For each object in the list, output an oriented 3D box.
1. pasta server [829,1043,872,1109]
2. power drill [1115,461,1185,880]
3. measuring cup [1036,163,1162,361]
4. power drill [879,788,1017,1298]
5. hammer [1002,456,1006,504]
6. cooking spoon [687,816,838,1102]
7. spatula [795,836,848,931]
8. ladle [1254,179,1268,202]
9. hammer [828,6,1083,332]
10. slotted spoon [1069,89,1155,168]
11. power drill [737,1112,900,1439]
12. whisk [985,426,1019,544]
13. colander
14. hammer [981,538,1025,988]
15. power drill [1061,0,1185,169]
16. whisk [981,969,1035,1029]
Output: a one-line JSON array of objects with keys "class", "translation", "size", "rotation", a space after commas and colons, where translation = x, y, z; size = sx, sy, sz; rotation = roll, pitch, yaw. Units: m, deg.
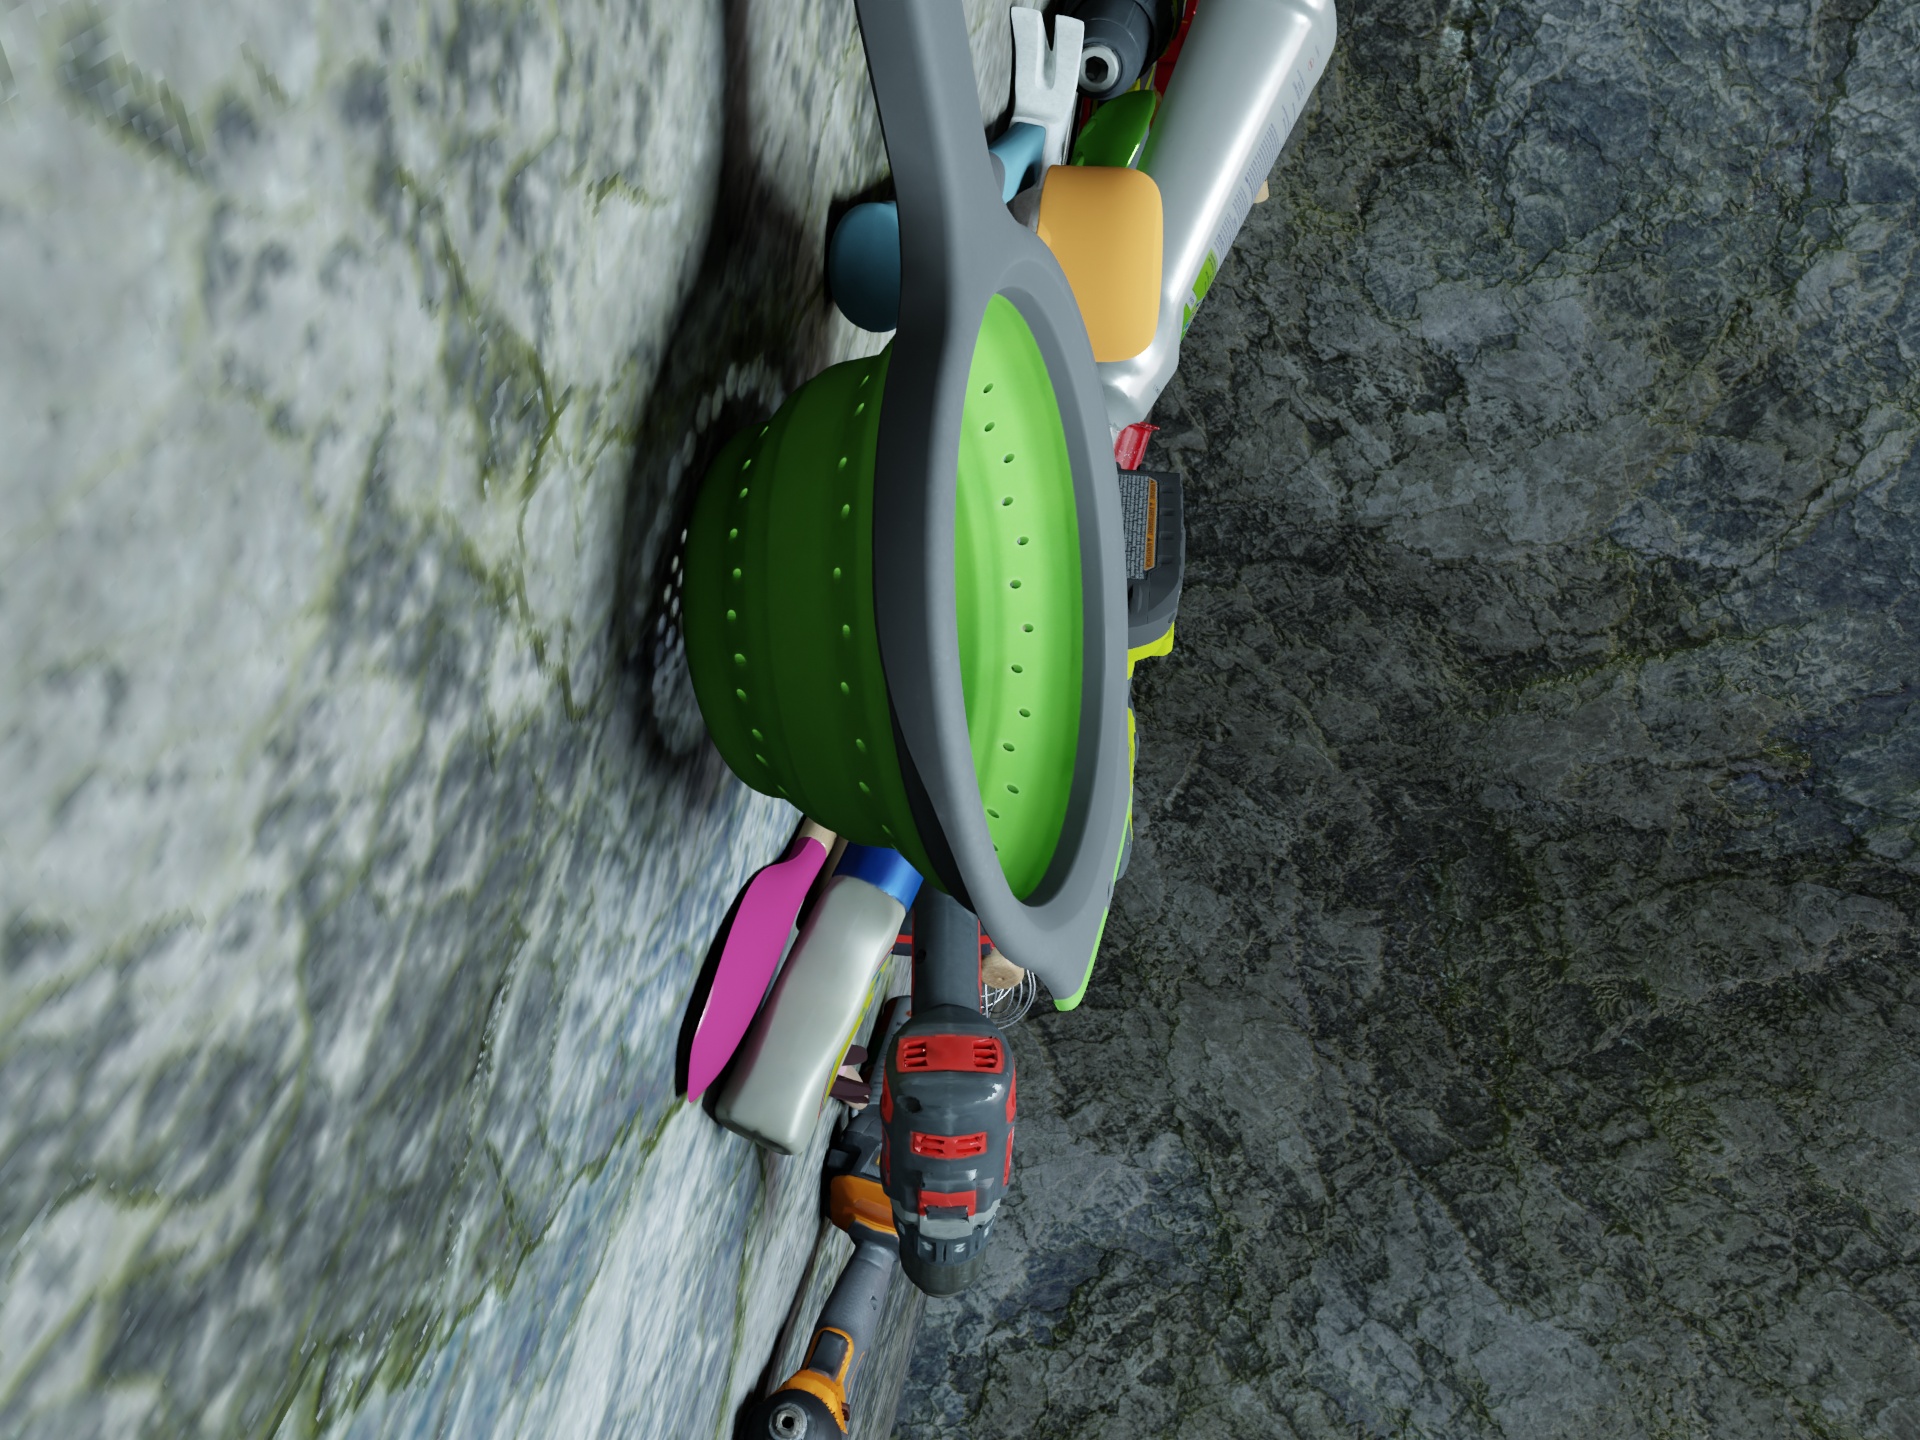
[{"class": "pasta server", "translation": [-0.062, 0.198, 0.895], "size": [0.316, 0.040, 0.060], "rotation": [88, -1, -71]}, {"class": "power drill", "translation": [0.080, -0.034, 0.932], "size": [0.223, 0.080, 0.171], "rotation": [91, 6, -46]}, {"class": "measuring cup", "translation": [0.064, -0.166, 0.729], "size": [0.095, 0.052, 0.173], "rotation": [-6, 97, -80]}, {"class": "power drill", "translation": [-0.008, 0.156, 0.797], "size": [0.227, 0.080, 0.187], "rotation": [-92, -177, -48]}, {"class": "hammer", "translation": [-0.001, -0.003, 0.865], "size": [0.358, 0.036, 0.149], "rotation": [101, 5, -52]}, {"class": "cooking spoon", "translation": [-0.057, 0.041, 0.696], "size": [0.319, 0.017, 0.068], "rotation": [-67, 169, -54]}, {"class": "spatula", "translation": [-0.032, 0.000, 0.825], "size": [0.316, 0.018, 0.059], "rotation": [-70, 171, -52]}, {"class": "ladle", "translation": [0.142, -0.428, 0.838], "size": [0.078, 0.062, 0.319], "rotation": [-54, 138, -38]}, {"class": "hammer", "translation": [0.006, -0.215, 0.649], "size": [0.331, 0.033, 0.128], "rotation": [-64, 167, -61]}, {"class": "slotted spoon", "translation": [0.051, -0.224, 0.885], "size": [0.313, 0.031, 0.070], "rotation": [110, -5, -63]}, {"class": "power drill", "translation": [-0.071, 0.367, 0.985], "size": [0.164, 0.084, 0.227], "rotation": [93, 16, -57]}, {"class": "whisk", "translation": [0.029, -0.143, 0.908], "size": [0.239, 0.055, 0.055], "rotation": [67, 37, -79]}, {"class": "colander", "translation": [-0.032, -0.100, 0.414], "size": [0.205, 0.094, 0.396], "rotation": [-68, 151, -51]}, {"class": "hammer", "translation": [0.035, 0.015, 1.002], "size": [0.129, 0.031, 0.332], "rotation": [77, 15, -52]}, {"class": "power drill", "translation": [0.085, -0.326, 0.907], "size": [0.191, 0.080, 0.228], "rotation": [-72, 169, -45]}, {"class": "whisk", "translation": [0.015, 0.086, 1.091], "size": [0.070, 0.070, 0.284], "rotation": [-59, 148, -69]}]
